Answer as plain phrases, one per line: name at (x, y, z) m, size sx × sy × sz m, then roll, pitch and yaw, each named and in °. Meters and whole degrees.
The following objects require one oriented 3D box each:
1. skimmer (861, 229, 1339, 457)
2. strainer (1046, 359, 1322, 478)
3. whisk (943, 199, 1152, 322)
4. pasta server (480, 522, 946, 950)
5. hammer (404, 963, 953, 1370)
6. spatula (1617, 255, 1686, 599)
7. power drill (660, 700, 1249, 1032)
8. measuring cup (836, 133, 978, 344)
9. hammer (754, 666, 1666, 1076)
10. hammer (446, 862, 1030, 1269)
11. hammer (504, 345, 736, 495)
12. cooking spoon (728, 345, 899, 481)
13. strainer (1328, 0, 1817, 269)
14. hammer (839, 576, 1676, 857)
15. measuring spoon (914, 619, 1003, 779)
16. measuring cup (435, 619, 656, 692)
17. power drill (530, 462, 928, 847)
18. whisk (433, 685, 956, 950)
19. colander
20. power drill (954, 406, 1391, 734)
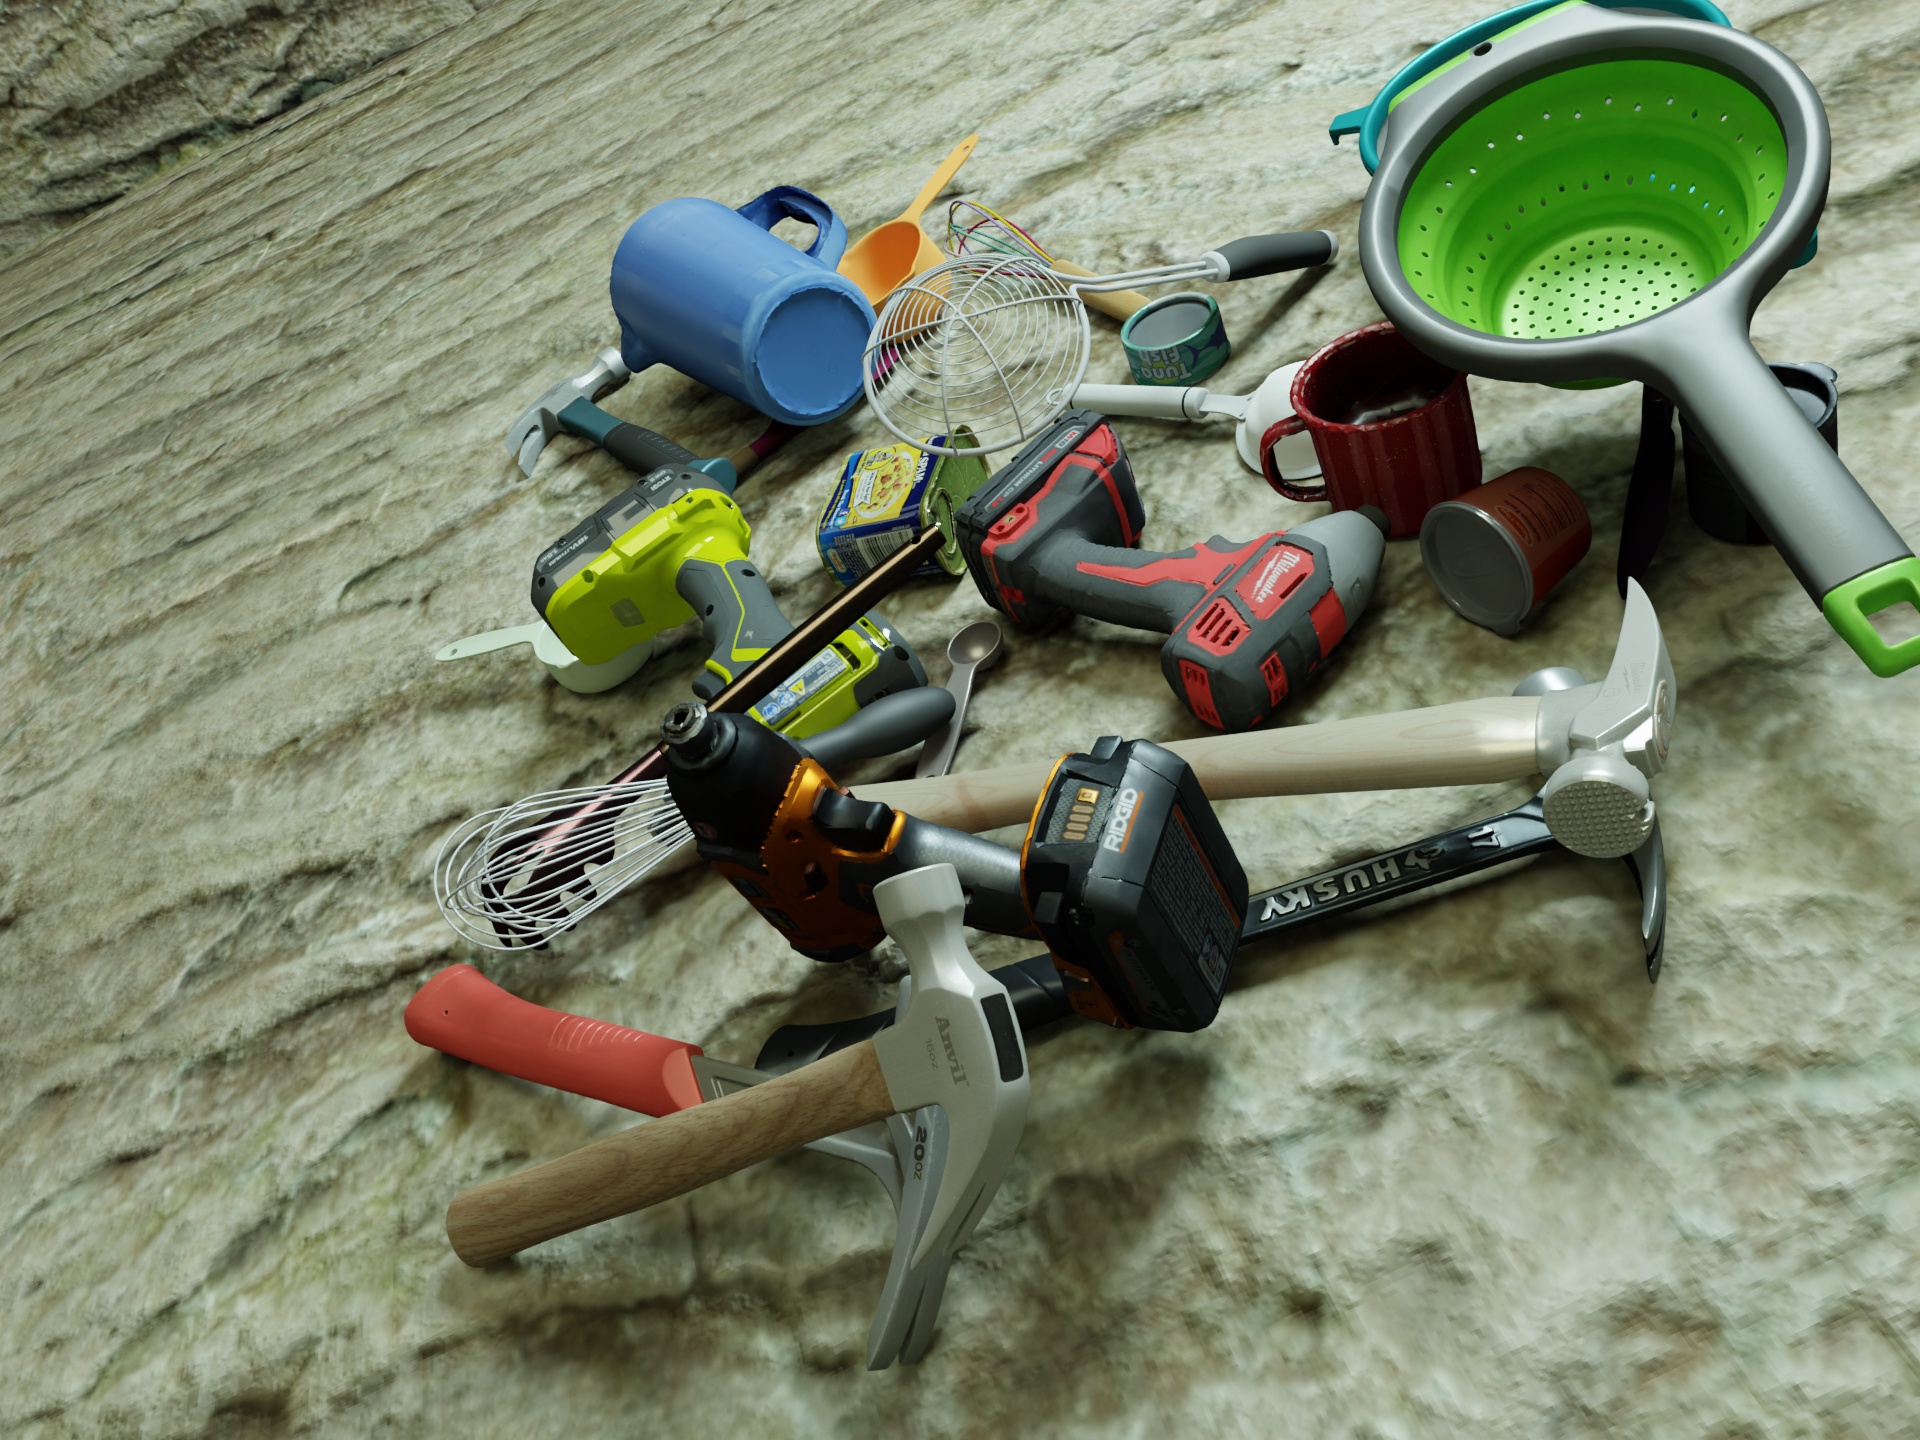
skimmer at (0.102, -0.242, 0.960) m, size 0.363 × 0.090 × 0.127 m, roll -22°, pitch 59°, yaw -39°
strainer at (0.149, -0.193, 0.967) m, size 0.259 × 0.050 × 0.087 m, roll 13°, pitch 69°, yaw 43°
whisk at (0.060, -0.329, 1.165) m, size 0.245 × 0.051 × 0.047 m, roll 41°, pitch 107°, yaw 44°
pasta server at (-0.130, 0.004, 0.834) m, size 0.316 × 0.040 × 0.060 m, roll -40°, pitch 60°, yaw -2°
hammer at (-0.143, 0.171, 0.727) m, size 0.359 × 0.036 × 0.149 m, roll 2°, pitch 79°, yaw 40°
spatula at (0.360, -0.171, 0.821) m, size 0.018 × 0.059 × 0.316 m, roll 19°, pitch 49°, yaw 9°
power drill at (-0.012, 0.051, 0.652) m, size 0.226 × 0.164 × 0.084 m, roll 5°, pitch 58°, yaw 31°
measuring cup at (-0.025, -0.360, 1.202) m, size 0.095 × 0.052 × 0.173 m, roll 27°, pitch 80°, yaw 47°
hammer at (0.097, 0.101, 0.689) m, size 0.409 × 0.036 × 0.149 m, roll -20°, pitch 41°, yaw 10°
hammer at (-0.105, 0.174, 0.640) m, size 0.331 × 0.031 × 0.130 m, roll -28°, pitch 74°, yaw 34°
hammer at (-0.252, -0.212, 1.200) m, size 0.128 × 0.033 × 0.331 m, roll -41°, pitch 37°, yaw -13°
cooking spoon at (-0.168, -0.176, 1.143) m, size 0.319 × 0.017 × 0.069 m, roll -41°, pitch 36°, yaw -15°
strainer at (0.374, -0.307, 0.916) m, size 0.211 × 0.095 × 0.341 m, roll -29°, pitch 42°, yaw 4°
hammer at (0.105, 0.018, 0.727) m, size 0.411 × 0.038 × 0.146 m, roll -9°, pitch 31°, yaw 35°
measuring spoon at (-0.001, -0.003, 0.873) m, size 0.034 × 0.018 × 0.124 m, roll -4°, pitch 52°, yaw 33°
measuring cup at (-0.275, -0.045, 1.053) m, size 0.167 × 0.038 × 0.083 m, roll -8°, pitch 44°, yaw 25°
power drill at (-0.148, -0.038, 0.918) m, size 0.171 × 0.080 × 0.223 m, roll -38°, pitch 55°, yaw -10°
whisk at (-0.123, 0.039, 0.799) m, size 0.284 × 0.070 × 0.070 m, roll -22°, pitch 36°, yaw -25°
colander at (0.322, -0.164, 0.721) m, size 0.204 × 0.094 × 0.398 m, roll -26°, pitch 54°, yaw 14°
power drill at (0.114, -0.087, 0.848) m, size 0.143 × 0.078 × 0.220 m, roll -43°, pitch 45°, yaw -17°
